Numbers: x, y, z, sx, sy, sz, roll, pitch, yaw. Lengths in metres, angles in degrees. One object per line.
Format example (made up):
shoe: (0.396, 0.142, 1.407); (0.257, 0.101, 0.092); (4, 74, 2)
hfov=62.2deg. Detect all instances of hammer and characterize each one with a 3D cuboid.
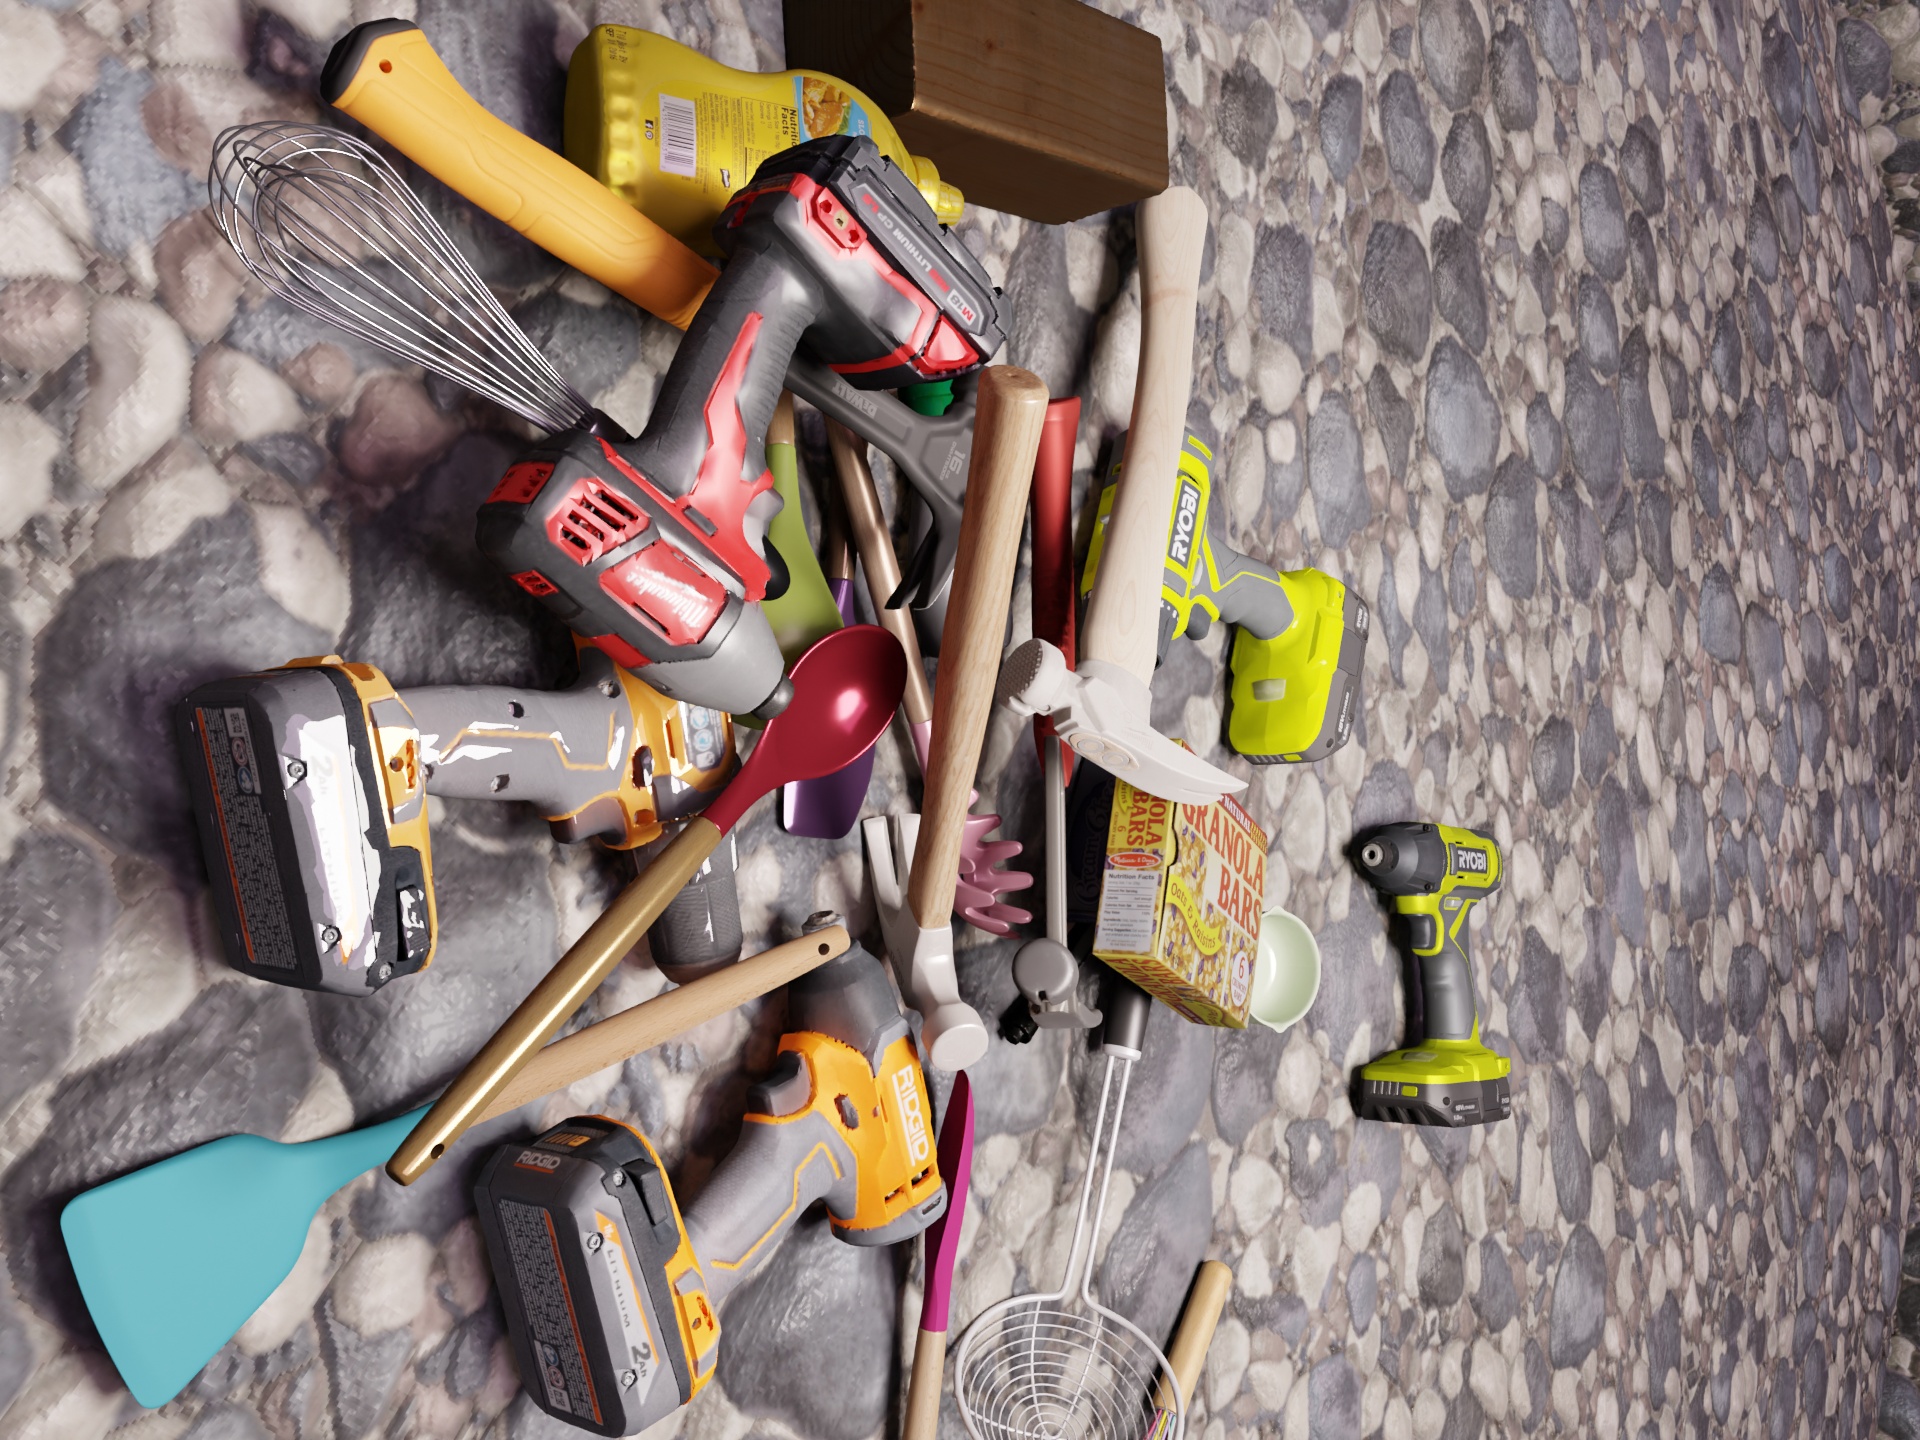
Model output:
hammer: (-0.113, -0.171, 0.679); (0.336, 0.034, 0.127); (29, 75, -36)
hammer: (-0.001, -0.002, 0.732); (0.031, 0.130, 0.331); (-4, 124, -20)
hammer: (0.053, -0.012, 0.884); (0.149, 0.037, 0.359); (59, 30, -70)
hammer: (0.116, -0.149, 0.906); (0.146, 0.038, 0.411); (29, 54, -26)

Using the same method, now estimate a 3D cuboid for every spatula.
spatula: (-0.058, -0.097, 0.819); (0.059, 0.018, 0.316); (8, 84, -45)
spatula: (-0.177, 0.150, 0.634); (0.317, 0.044, 0.082); (-22, 102, -28)

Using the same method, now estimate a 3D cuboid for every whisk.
whisk: (-0.174, -0.136, 0.649); (0.284, 0.070, 0.070); (39, 61, -32)
whisk: (0.119, 0.443, 0.969); (0.047, 0.051, 0.245); (49, 52, -27)

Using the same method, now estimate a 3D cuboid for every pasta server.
pasta server: (-0.020, -0.027, 0.827); (0.060, 0.040, 0.316); (-54, 132, -61)

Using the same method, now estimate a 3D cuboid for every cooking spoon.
cooking spoon: (-0.017, 0.341, 0.827); (0.017, 0.069, 0.319); (8, 87, -9)

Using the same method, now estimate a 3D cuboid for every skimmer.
skimmer: (0.086, 0.245, 0.903); (0.127, 0.090, 0.363); (13, 70, 0)

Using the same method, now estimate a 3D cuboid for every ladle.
ladle: (-0.117, 0.063, 0.649); (0.315, 0.031, 0.069); (-51, 139, -37)
ladle: (-0.097, -0.155, 0.774); (0.078, 0.062, 0.320); (3, 79, -42)

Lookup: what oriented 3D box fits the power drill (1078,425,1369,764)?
power drill: (0.161, -0.056, 1.009); (0.228, 0.080, 0.191); (29, 67, -39)

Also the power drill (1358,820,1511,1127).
power drill: (0.354, 0.189, 1.207); (0.171, 0.080, 0.223); (9, 78, -47)

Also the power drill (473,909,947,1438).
power drill: (-0.101, 0.193, 0.721); (0.226, 0.084, 0.164); (-22, 104, -49)

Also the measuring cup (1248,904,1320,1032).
measuring cup: (0.161, 0.163, 1.037); (0.167, 0.038, 0.083); (3, 83, -30)

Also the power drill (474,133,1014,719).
power drill: (-0.079, -0.112, 0.642); (0.143, 0.079, 0.220); (43, 70, -32)

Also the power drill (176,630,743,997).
power drill: (-0.178, 0.044, 0.647); (0.226, 0.084, 0.185); (-19, 104, -50)
